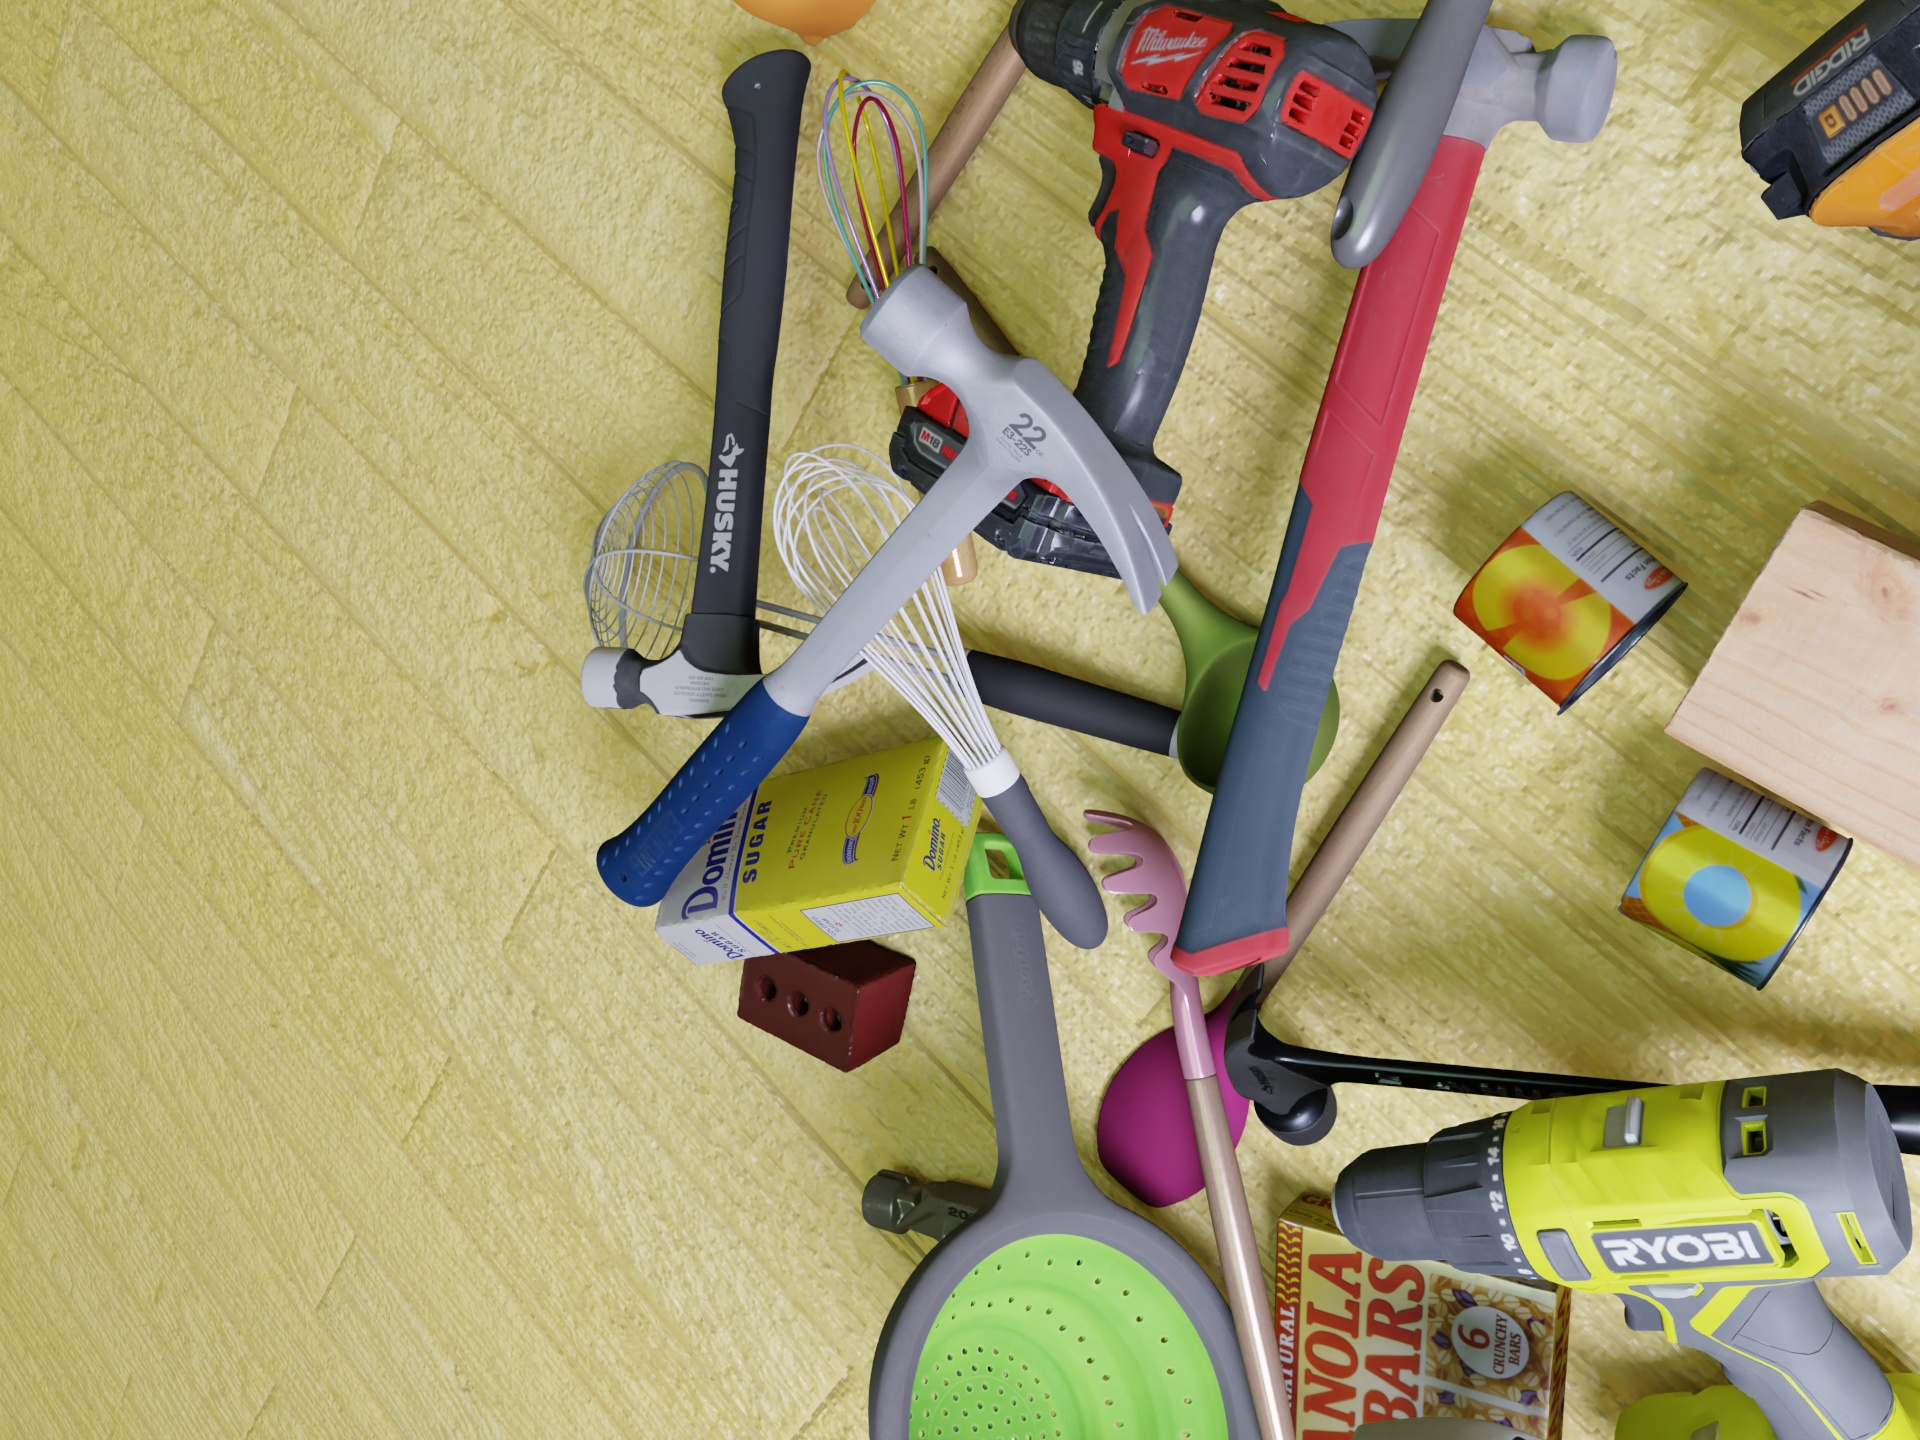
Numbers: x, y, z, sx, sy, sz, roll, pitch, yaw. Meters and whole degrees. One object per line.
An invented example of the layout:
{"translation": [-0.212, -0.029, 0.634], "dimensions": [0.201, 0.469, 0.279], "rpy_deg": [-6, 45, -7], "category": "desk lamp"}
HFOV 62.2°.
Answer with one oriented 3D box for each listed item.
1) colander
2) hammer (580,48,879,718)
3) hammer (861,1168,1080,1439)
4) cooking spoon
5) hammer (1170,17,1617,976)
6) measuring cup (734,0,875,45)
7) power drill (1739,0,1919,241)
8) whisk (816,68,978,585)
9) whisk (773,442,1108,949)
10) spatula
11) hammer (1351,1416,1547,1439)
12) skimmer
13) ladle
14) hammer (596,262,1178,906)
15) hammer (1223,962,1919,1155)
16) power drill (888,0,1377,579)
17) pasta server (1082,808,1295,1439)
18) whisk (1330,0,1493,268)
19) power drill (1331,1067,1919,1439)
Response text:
{"translation": [0.023, 0.252, 0.753], "dimensions": [0.094, 0.204, 0.397], "rpy_deg": [-39, 52, 51], "category": "colander"}
{"translation": [-0.102, -0.167, 0.786], "dimensions": [0.146, 0.035, 0.335], "rpy_deg": [3, 85, 18], "category": "hammer"}
{"translation": [0.012, 0.428, 0.866], "dimensions": [0.149, 0.036, 0.359], "rpy_deg": [8, 102, 32], "category": "hammer"}
{"translation": [0.145, 0.106, 0.733], "dimensions": [0.069, 0.017, 0.318], "rpy_deg": [37, 117, 22], "category": "cooking spoon"}
{"translation": [0.137, -0.087, 0.644], "dimensions": [0.143, 0.038, 0.386], "rpy_deg": [18, 94, 30], "category": "hammer"}
{"translation": [-0.047, -0.370, 0.749], "dimensions": [0.174, 0.052, 0.095], "rpy_deg": [21, 109, 30], "category": "measuring cup"}
{"translation": [0.325, -0.113, 0.472], "dimensions": [0.084, 0.185, 0.226], "rpy_deg": [-41, 67, 55], "category": "power drill"}
{"translation": [-0.024, -0.184, 0.763], "dimensions": [0.047, 0.051, 0.245], "rpy_deg": [-149, 44, -67], "category": "whisk"}
{"translation": [-0.001, -0.002, 0.734], "dimensions": [0.070, 0.070, 0.284], "rpy_deg": [-17, 115, 34], "category": "whisk"}
{"translation": [0.028, -0.315, 0.717], "dimensions": [0.082, 0.044, 0.317], "rpy_deg": [35, 120, -6], "category": "spatula"}
{"translation": [0.200, 0.404, 0.680], "dimensions": [0.130, 0.031, 0.331], "rpy_deg": [23, 129, 20], "category": "hammer"}
{"translation": [-0.045, -0.043, 0.822], "dimensions": [0.363, 0.090, 0.127], "rpy_deg": [17, 97, 19], "category": "skimmer"}
{"translation": [0.063, -0.100, 0.728], "dimensions": [0.078, 0.062, 0.320], "rpy_deg": [-40, 74, 22], "category": "ladle"}
{"translation": [-0.066, -0.012, 0.693], "dimensions": [0.144, 0.035, 0.405], "rpy_deg": [42, 136, -5], "category": "hammer"}
{"translation": [0.296, 0.142, 0.597], "dimensions": [0.409, 0.149, 0.036], "rpy_deg": [-1, 60, 27], "category": "hammer"}
{"translation": [0.052, -0.192, 0.658], "dimensions": [0.188, 0.080, 0.226], "rpy_deg": [42, 116, 43], "category": "power drill"}
{"translation": [0.109, 0.192, 0.733], "dimensions": [0.040, 0.060, 0.316], "rpy_deg": [-12, 84, 2], "category": "pasta server"}
{"translation": [0.193, -0.280, 0.581], "dimensions": [0.055, 0.055, 0.239], "rpy_deg": [29, 105, 25], "category": "whisk"}
{"translation": [0.264, 0.229, 0.589], "dimensions": [0.190, 0.080, 0.228], "rpy_deg": [-18, 114, 36], "category": "power drill"}
